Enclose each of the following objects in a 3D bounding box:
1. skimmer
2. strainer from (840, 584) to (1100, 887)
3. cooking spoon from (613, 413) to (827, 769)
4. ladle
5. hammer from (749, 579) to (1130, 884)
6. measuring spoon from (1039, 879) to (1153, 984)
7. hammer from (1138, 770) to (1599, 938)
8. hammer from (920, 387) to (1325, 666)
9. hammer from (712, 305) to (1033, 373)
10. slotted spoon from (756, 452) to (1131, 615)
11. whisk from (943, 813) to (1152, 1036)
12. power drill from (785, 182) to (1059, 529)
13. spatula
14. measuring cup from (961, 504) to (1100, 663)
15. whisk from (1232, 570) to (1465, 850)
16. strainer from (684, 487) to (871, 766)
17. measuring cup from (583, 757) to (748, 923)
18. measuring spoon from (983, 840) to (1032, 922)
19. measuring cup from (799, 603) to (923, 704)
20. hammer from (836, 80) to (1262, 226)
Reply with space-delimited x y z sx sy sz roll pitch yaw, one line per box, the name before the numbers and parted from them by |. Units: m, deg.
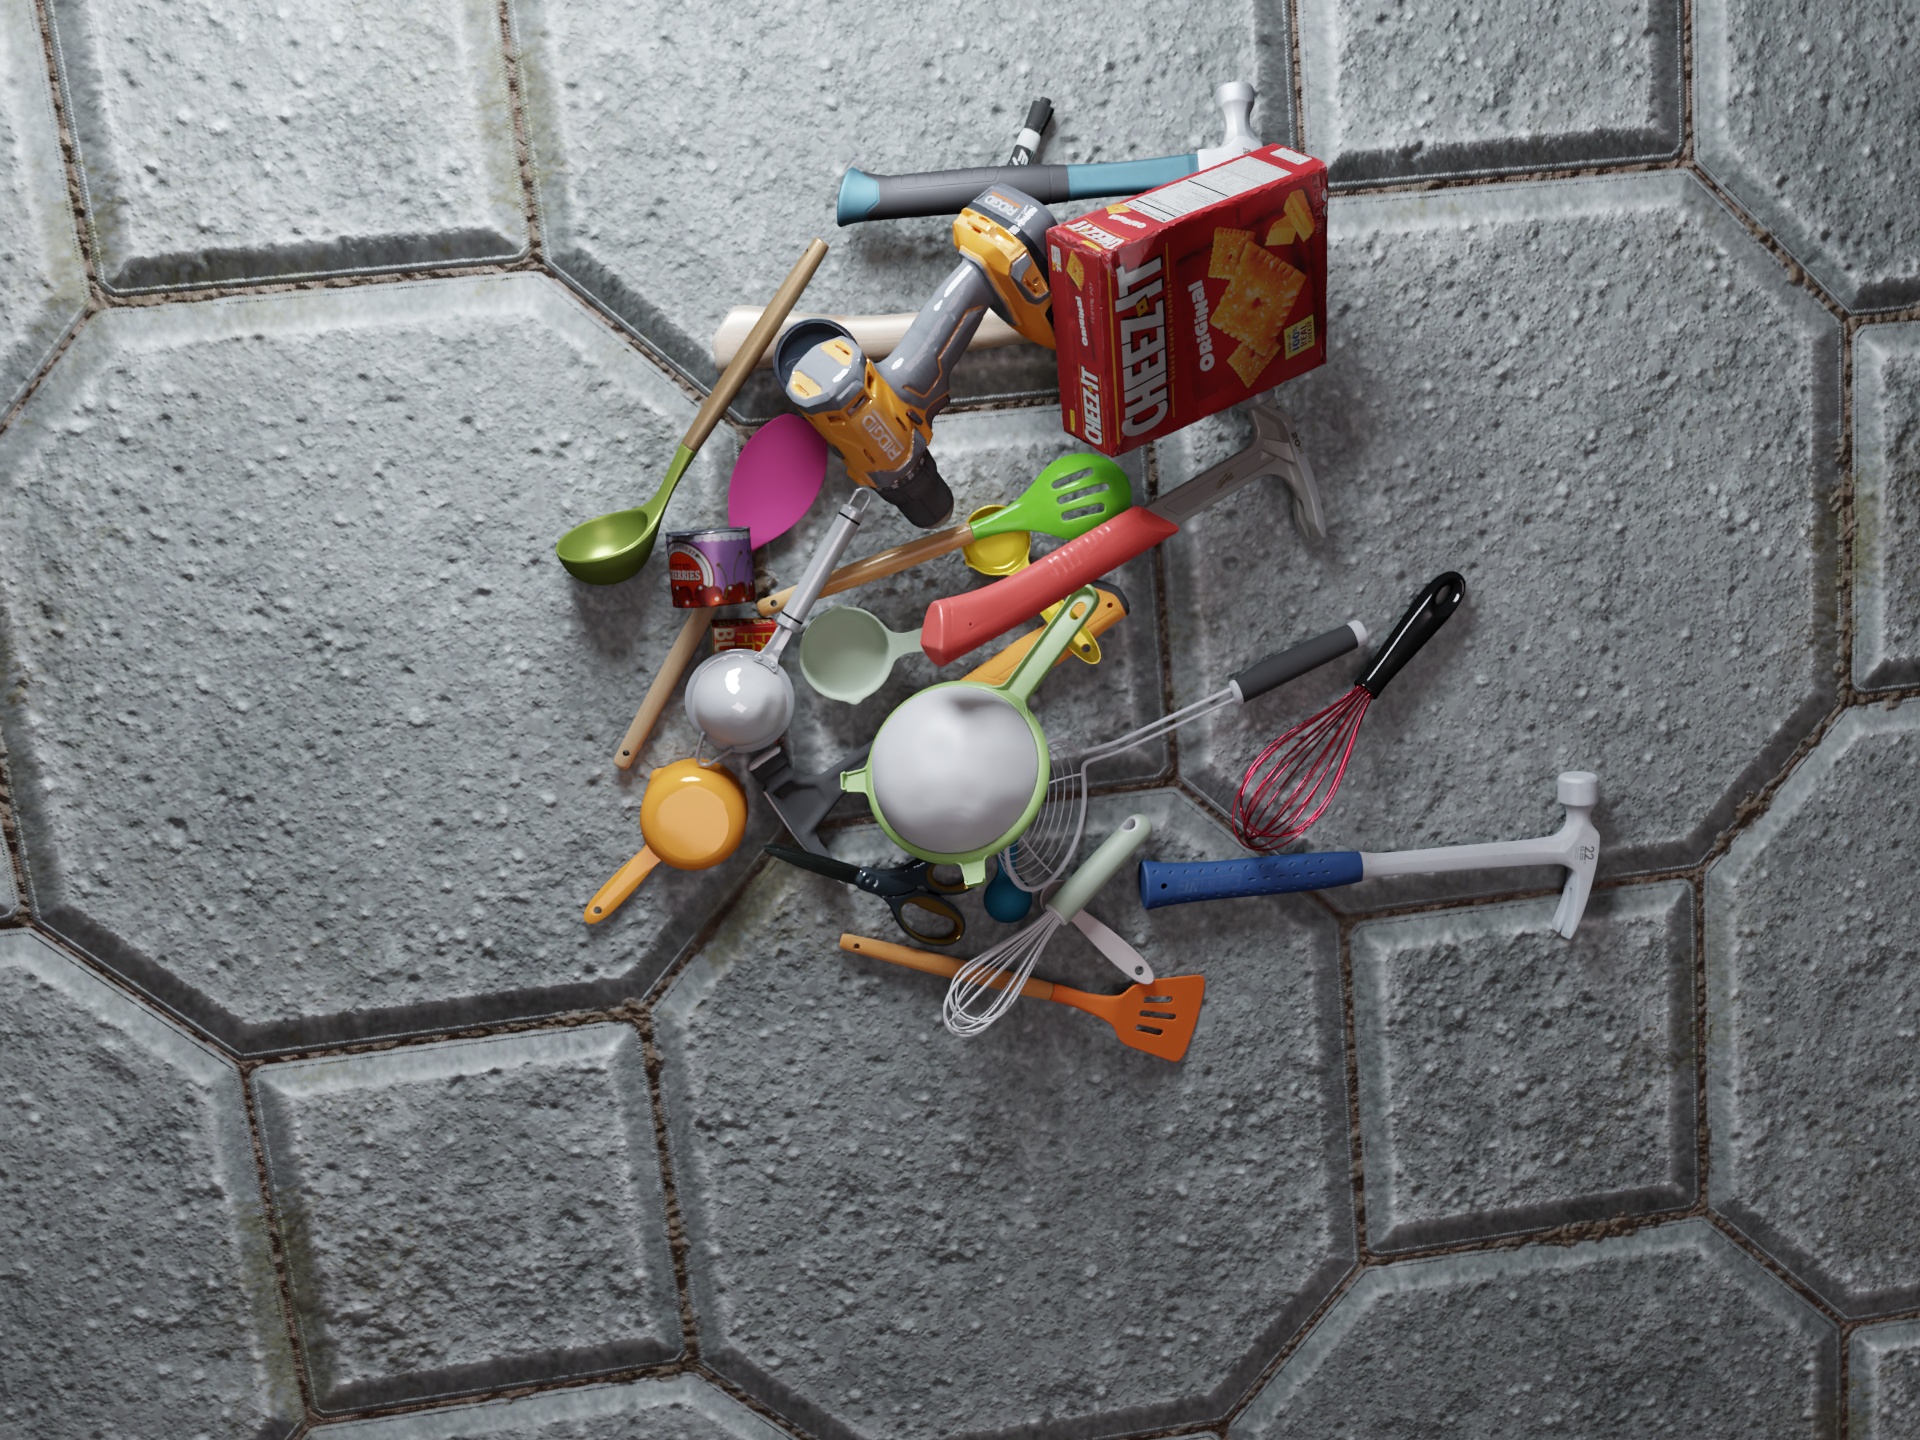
skimmer | 0.186 0.020 1.311 0.363 0.090 0.127 -25 132 -4
strainer | 0.022 -0.009 1.235 0.152 0.069 0.256 36 87 23
cooking spoon | -0.200 -0.100 1.283 0.068 0.017 0.319 29 95 -11
ladle | -0.203 -0.237 1.218 0.062 0.078 0.320 28 102 -34
hammer | -0.002 -0.004 1.313 0.337 0.034 0.127 -34 101 0
measuring spoon | 0.117 0.183 1.360 0.124 0.018 0.034 42 80 -3
hammer | 0.357 0.132 1.376 0.405 0.035 0.144 -4 100 -6
hammer | 0.127 -0.132 1.237 0.359 0.037 0.149 -31 110 -19
hammer | 0.011 -0.303 1.263 0.410 0.038 0.146 -7 102 -5
slotted spoon | -0.014 -0.139 1.266 0.314 0.031 0.070 -19 88 4
whisk | 0.075 0.168 1.326 0.246 0.058 0.059 -45 125 -13
power drill | -0.002 -0.261 1.192 0.226 0.084 0.185 -45 139 -2
spatula | 0.054 0.225 1.367 0.322 0.041 0.081 15 96 -5
measuring cup | 0.061 -0.107 1.291 0.062 0.029 0.156 -40 90 2
whisk | 0.330 -0.010 1.341 0.073 0.073 0.296 40 87 -11
strainer | -0.139 -0.071 1.249 0.086 0.050 0.258 29 93 -16
measuring cup | -0.247 0.108 1.295 0.095 0.052 0.173 44 91 -11
measuring spoon | 0.040 0.112 1.343 0.042 0.021 0.128 -3 101 -6
measuring cup | -0.049 -0.065 1.297 0.167 0.038 0.083 -11 101 -6
hammer | 0.068 -0.414 1.224 0.331 0.033 0.128 -5 88 -3
